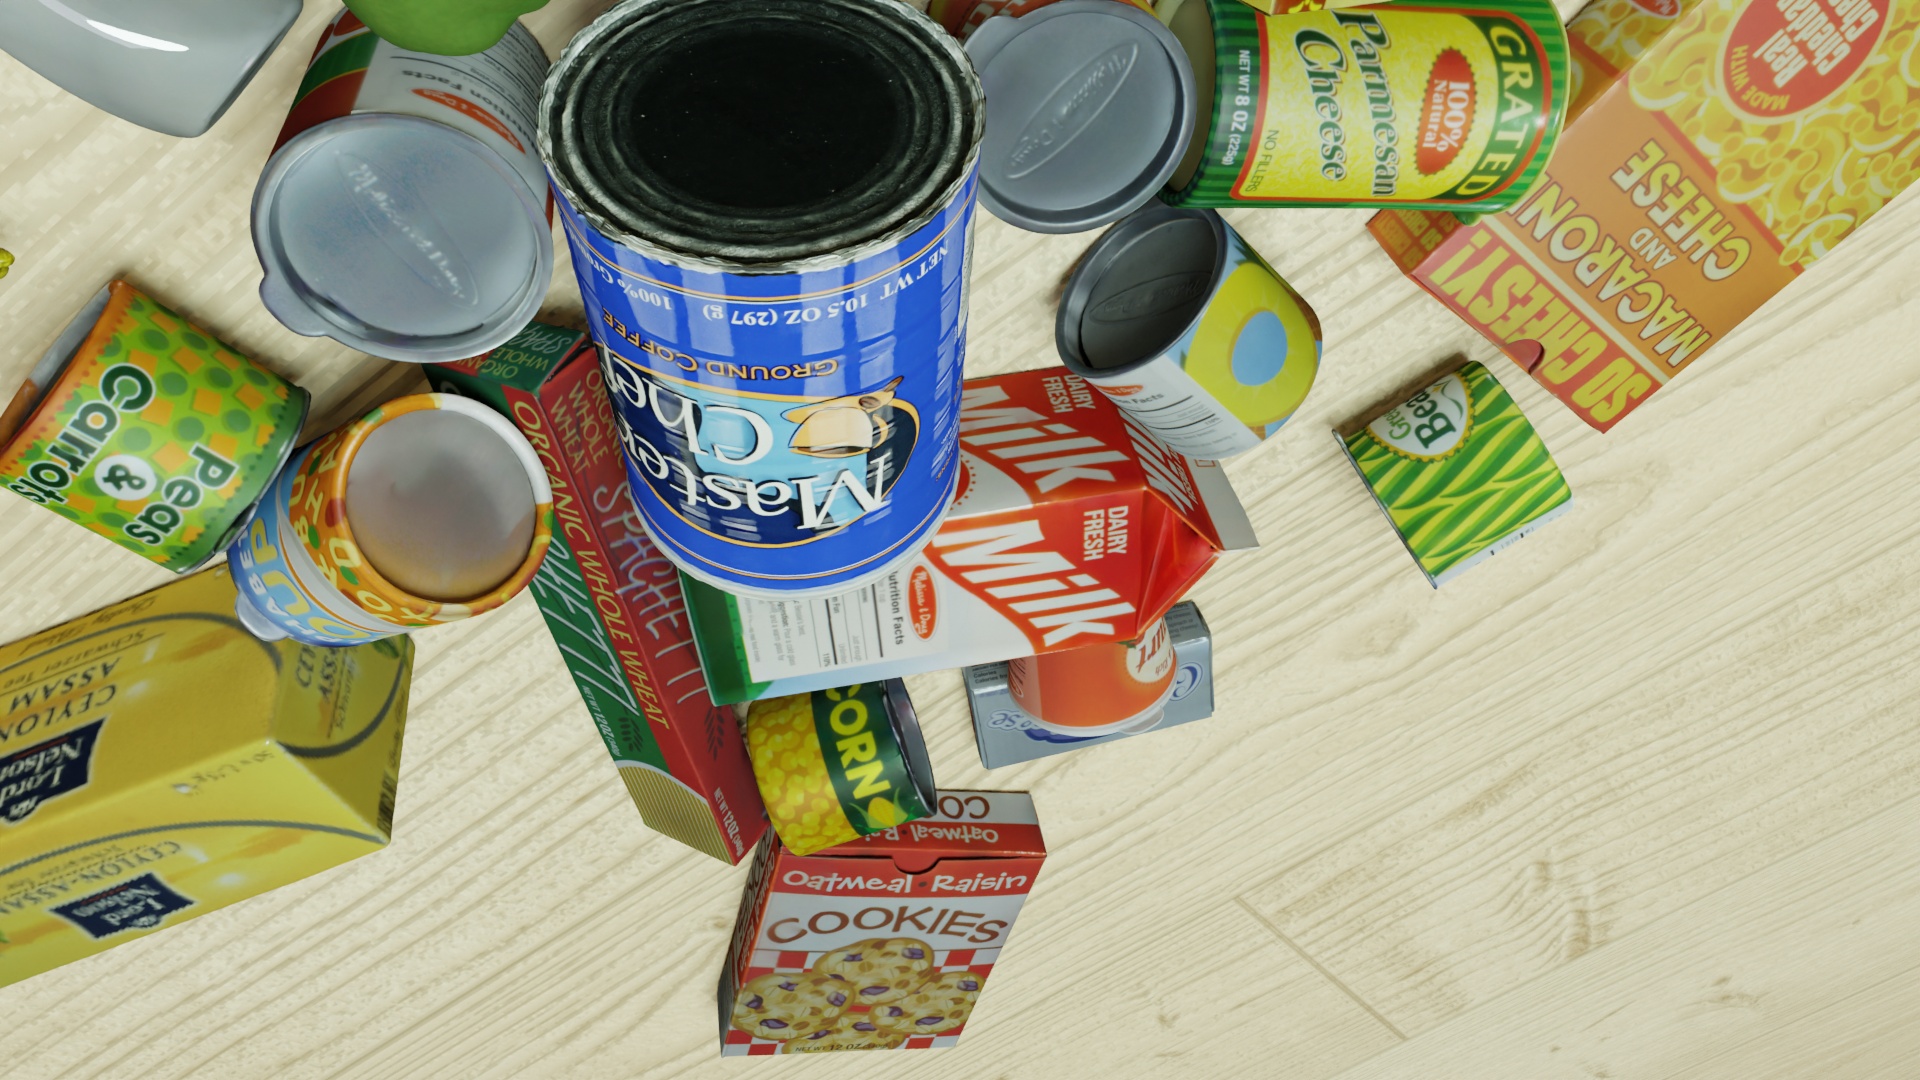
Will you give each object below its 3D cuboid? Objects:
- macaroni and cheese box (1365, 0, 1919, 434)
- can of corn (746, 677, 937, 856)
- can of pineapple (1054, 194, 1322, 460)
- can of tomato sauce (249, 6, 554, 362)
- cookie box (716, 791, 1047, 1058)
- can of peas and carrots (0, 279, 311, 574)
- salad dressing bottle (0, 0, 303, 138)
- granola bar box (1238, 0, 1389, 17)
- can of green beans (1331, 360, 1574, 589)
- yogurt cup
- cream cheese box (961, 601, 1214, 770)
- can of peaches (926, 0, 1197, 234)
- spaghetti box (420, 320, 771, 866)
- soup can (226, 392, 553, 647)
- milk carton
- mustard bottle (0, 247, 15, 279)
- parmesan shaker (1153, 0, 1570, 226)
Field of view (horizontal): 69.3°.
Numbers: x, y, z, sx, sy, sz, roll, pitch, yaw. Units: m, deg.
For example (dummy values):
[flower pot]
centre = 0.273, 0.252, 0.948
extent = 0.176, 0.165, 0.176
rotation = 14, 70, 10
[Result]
[macaroni and cheese box]
centre = 0.237, -0.125, 0.454
extent = 0.123, 0.040, 0.166
rotation = 27, 120, -32
[can of corn]
centre = -0.047, 0.085, 0.553
extent = 0.058, 0.071, 0.071
rotation = -18, 133, 3
[can of pineapple]
centre = 0.075, -0.069, 0.447
extent = 0.071, 0.071, 0.058
rotation = -40, 130, 21
[can of tomato sauce]
centre = -0.139, -0.095, 0.356
extent = 0.071, 0.083, 0.070
rotation = -7, 133, -8
[cookie box]
centre = -0.042, 0.186, 0.663
extent = 0.123, 0.040, 0.166
rotation = 5, 130, -18
[can of peas and carrots]
centre = -0.233, -0.031, 0.399
extent = 0.071, 0.071, 0.058
rotation = -37, 129, 19
[salad dressing bottle]
centre = -0.223, -0.153, 0.302
extent = 0.044, 0.064, 0.147
rotation = -28, 127, 38
[granola bar box]
centre = 0.126, -0.214, 0.320
extent = 0.124, 0.039, 0.164
rotation = -19, 137, -26
[can of green beans]
centre = 0.183, -0.025, 0.514
extent = 0.057, 0.071, 0.071
rotation = -33, 131, 15
[yogurt cup]
centre = 0.048, 0.033, 0.534
extent = 0.072, 0.073, 0.053
rotation = -13, 125, -2
[cream cheese box]
centre = 0.055, 0.062, 0.587
extent = 0.104, 0.024, 0.053
rotation = -13, 133, -3
[can of peaches]
centre = 0.024, -0.130, 0.384
extent = 0.071, 0.058, 0.070
rotation = -7, 133, -7
[spaghetti box]
centre = -0.120, 0.030, 0.496
extent = 0.050, 0.029, 0.248
rotation = 16, 139, 25
[soup can]
centre = -0.173, -0.002, 0.416
extent = 0.083, 0.071, 0.071
rotation = -12, 145, 45
[milk carton]
centre = 0.002, -0.006, 0.481
extent = 0.191, 0.073, 0.073
rotation = -8, 133, -5
[mustard bottle]
centre = -0.326, -0.052, 0.372
extent = 0.160, 0.049, 0.065
rotation = -17, 133, 0
[parmesan shaker]
centre = 0.110, -0.126, 0.402
extent = 0.103, 0.071, 0.071
rotation = -3, 132, -12
